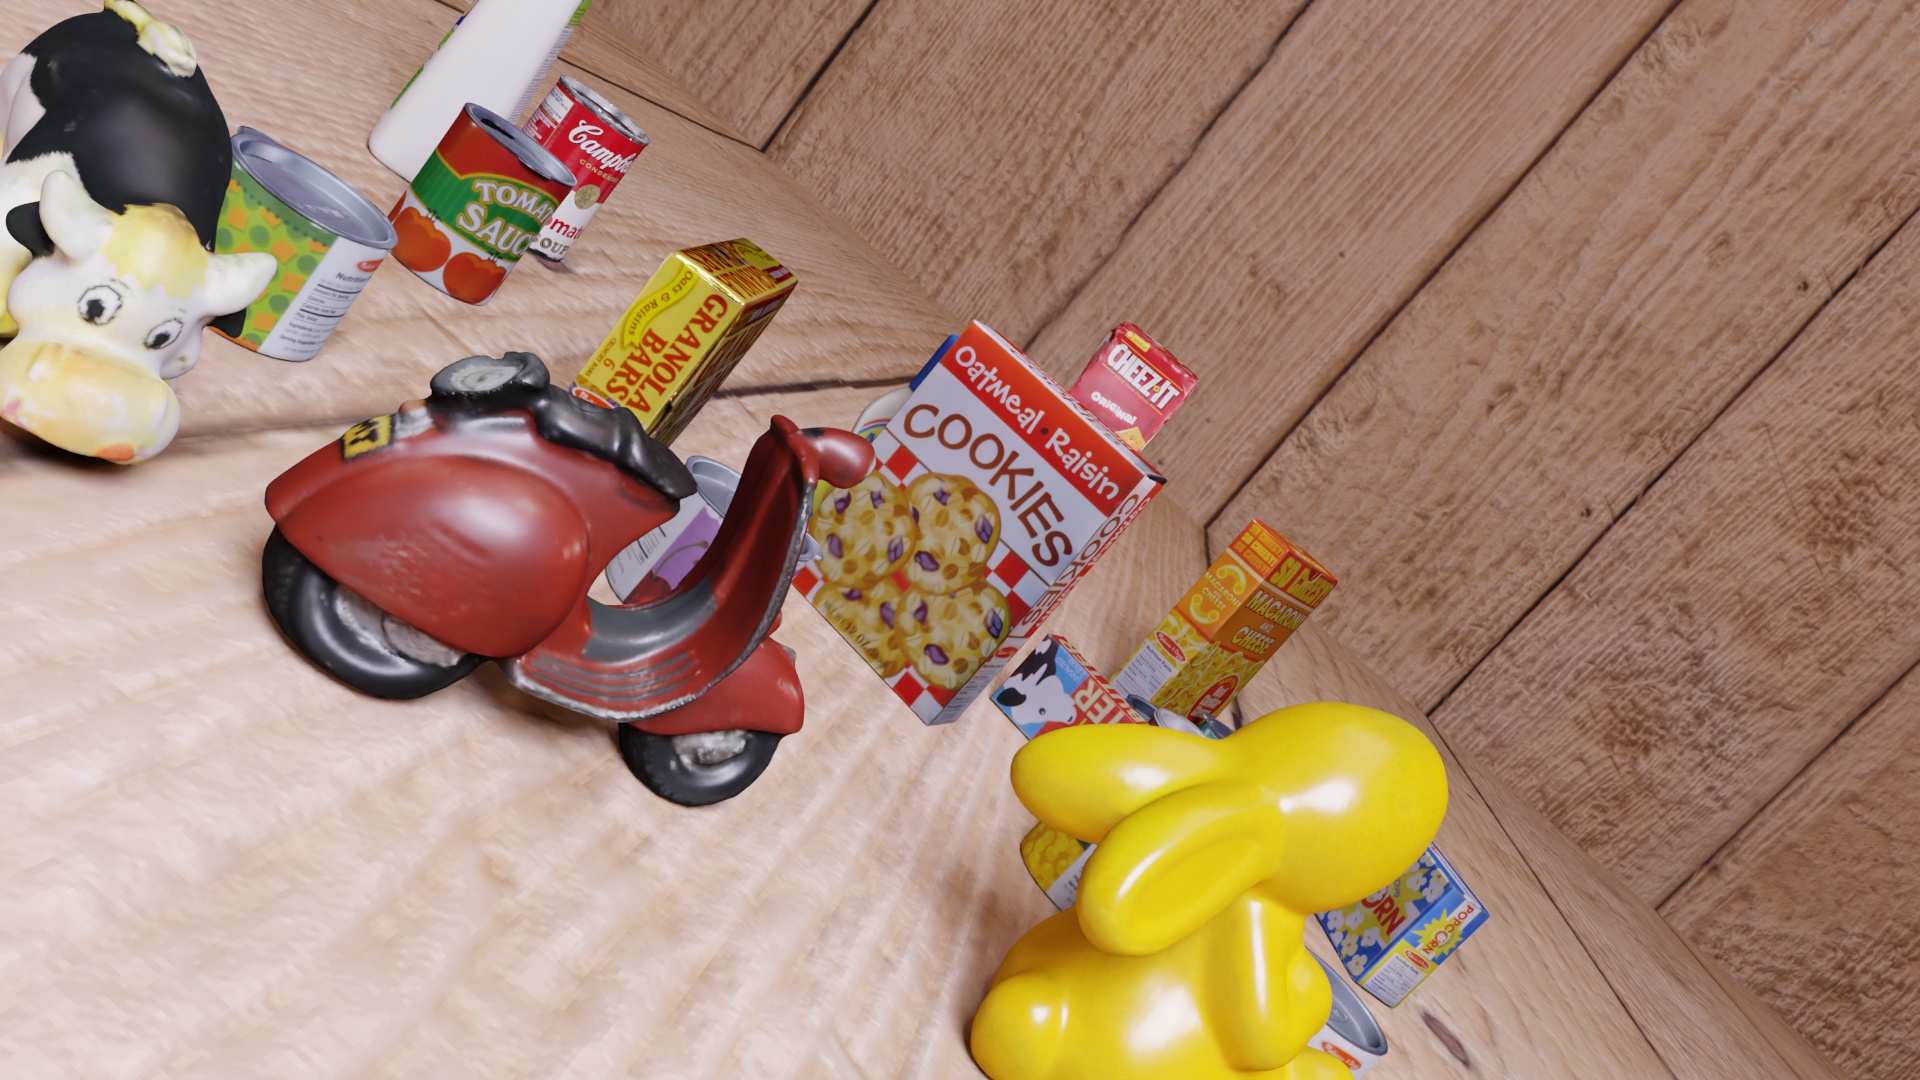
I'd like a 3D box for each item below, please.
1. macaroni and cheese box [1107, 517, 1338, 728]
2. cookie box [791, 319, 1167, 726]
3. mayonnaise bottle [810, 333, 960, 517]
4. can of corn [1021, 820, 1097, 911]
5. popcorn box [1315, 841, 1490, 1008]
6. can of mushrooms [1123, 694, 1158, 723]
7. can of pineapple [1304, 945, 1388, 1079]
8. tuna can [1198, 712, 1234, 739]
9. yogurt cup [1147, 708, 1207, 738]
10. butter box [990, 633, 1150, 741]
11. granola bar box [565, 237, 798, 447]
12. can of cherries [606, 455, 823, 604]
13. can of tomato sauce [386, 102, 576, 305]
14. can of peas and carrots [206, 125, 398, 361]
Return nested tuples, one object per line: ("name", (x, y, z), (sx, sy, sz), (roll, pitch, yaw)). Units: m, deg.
("macaroni and cheese box", (0.191, 0.070, 1.010), (0.040, 0.166, 0.123), (47, 13, 30))
("cookie box", (0.003, -0.009, 0.707), (0.123, 0.167, 0.040), (44, 12, 19))
("mayonnaise bottle", (-0.038, -0.047, 0.767), (0.065, 0.148, 0.041), (41, 11, 5))
("can of corn", (0.070, 0.139, 0.639), (0.071, 0.058, 0.071), (38, 11, -9))
("popcorn box", (0.270, 0.223, 0.887), (0.038, 0.085, 0.127), (37, 12, -17))
("can of mushrooms", (0.121, 0.131, 0.889), (0.071, 0.033, 0.071), (38, 12, -9))
("can of pineapple", (0.135, 0.208, 0.587), (0.071, 0.057, 0.071), (38, 11, -9))
("tuna can", (0.191, 0.160, 1.006), (0.071, 0.032, 0.071), (38, 12, -9))
("yogurt cup", (0.124, 0.140, 0.815), (0.072, 0.054, 0.072), (38, 12, -9))
("butter box", (0.071, 0.106, 0.778), (0.104, 0.053, 0.024), (45, 12, 23))
("granola bar box", (-0.135, -0.077, 0.635), (0.039, 0.124, 0.166), (39, 11, -8))
("can of cherries", (-0.102, 0.009, 0.581), (0.071, 0.058, 0.072), (38, 11, -9))
("can of tomato sauce", (-0.253, -0.175, 0.730), (0.071, 0.083, 0.071), (38, 11, -9))
("can of peas and carrots", (-0.262, -0.112, 0.528), (0.071, 0.058, 0.071), (38, 11, -9))
